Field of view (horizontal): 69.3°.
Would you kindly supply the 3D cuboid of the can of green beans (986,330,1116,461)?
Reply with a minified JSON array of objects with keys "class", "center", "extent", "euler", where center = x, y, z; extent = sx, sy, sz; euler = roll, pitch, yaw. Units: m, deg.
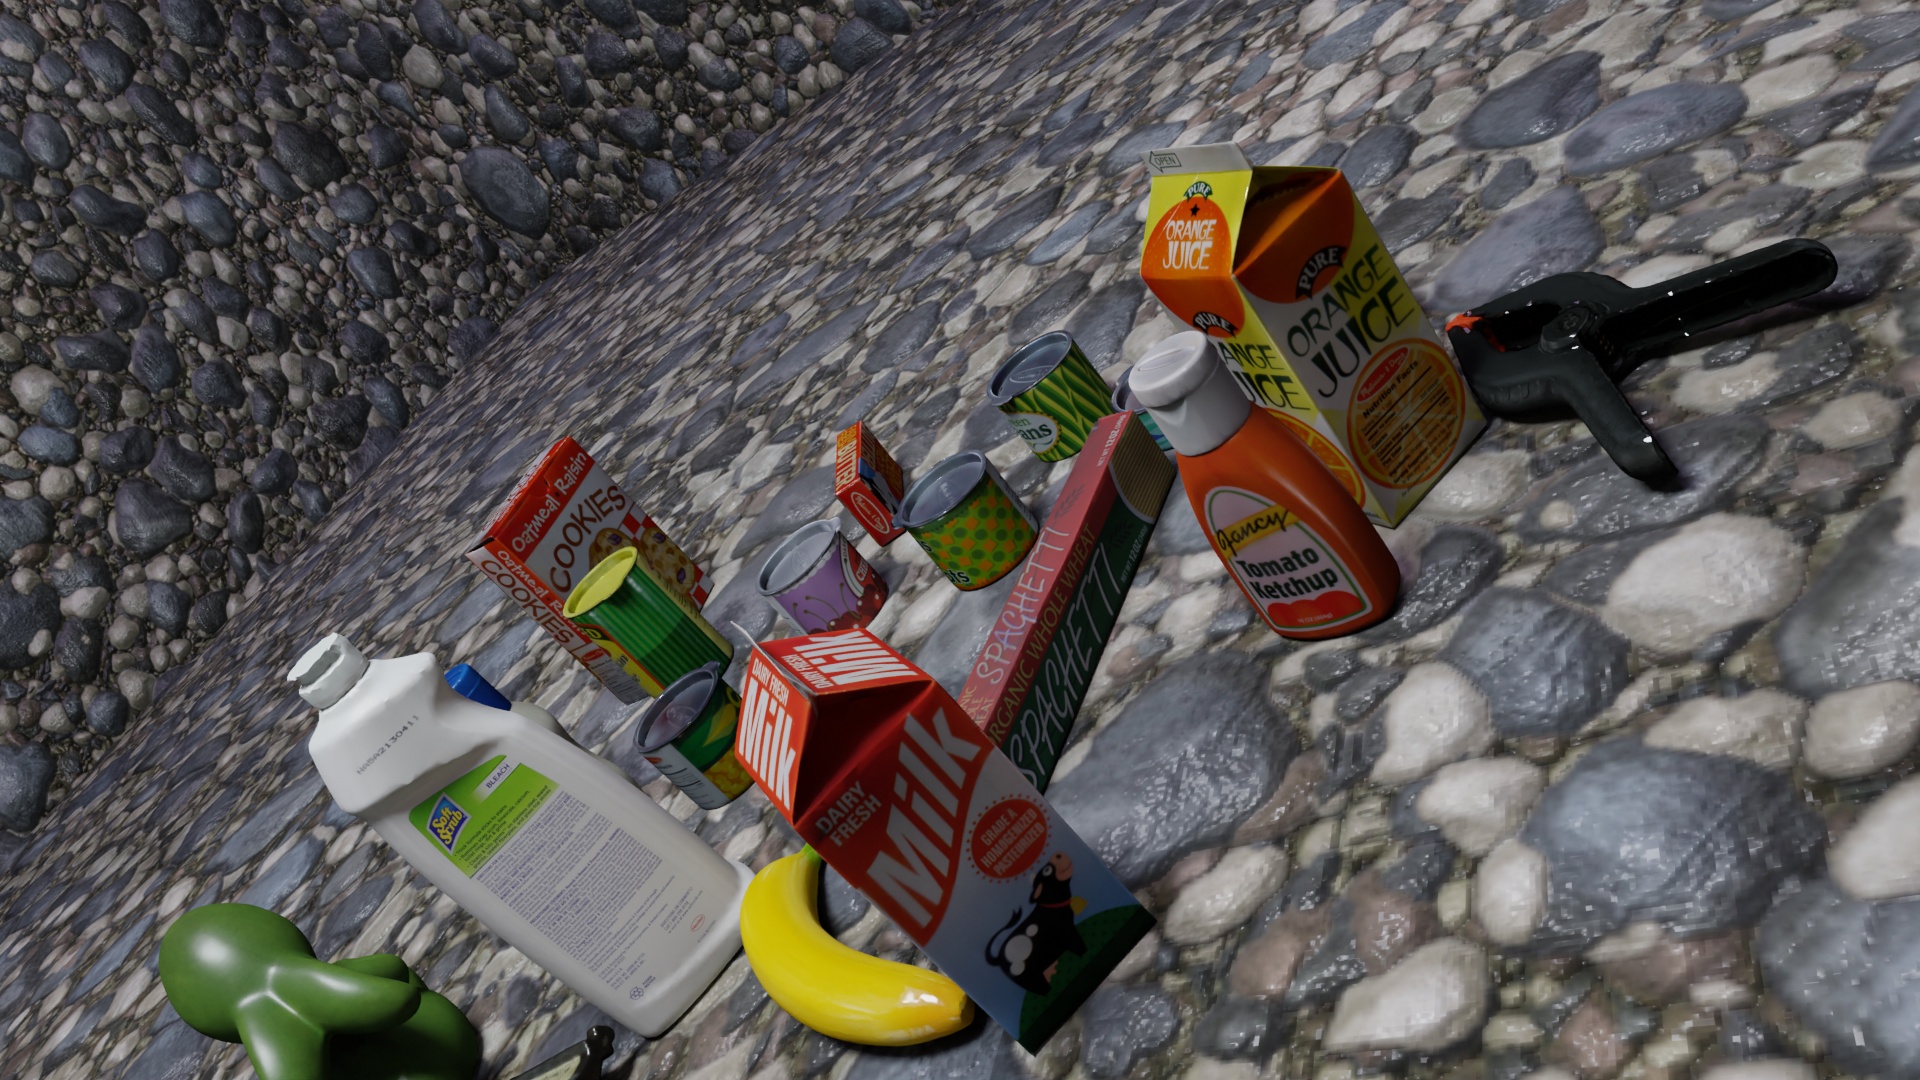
[{"class":"can of green beans","center":[0.060,-0.093,0.902],"extent":[0.071,0.057,0.071],"euler":[-32,26,18]}]

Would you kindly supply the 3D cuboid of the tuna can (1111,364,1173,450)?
[{"class":"tuna can","center":[0.125,-0.087,0.831],"extent":[0.071,0.032,0.071],"euler":[-31,26,18]}]

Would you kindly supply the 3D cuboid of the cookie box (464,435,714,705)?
[{"class":"cookie box","center":[-0.271,0.021,1.039],"extent":[0.040,0.167,0.123],"euler":[-24,29,31]}]

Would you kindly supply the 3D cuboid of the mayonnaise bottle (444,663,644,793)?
[{"class":"mayonnaise bottle","center":[-0.266,0.137,0.865],"extent":[0.064,0.147,0.041],"euler":[-36,25,8]}]

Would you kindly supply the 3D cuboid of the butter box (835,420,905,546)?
[{"class":"butter box","center":[-0.065,-0.042,0.996],"extent":[0.024,0.053,0.104],"euler":[-34,26,14]}]

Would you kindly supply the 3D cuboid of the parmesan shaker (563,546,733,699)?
[{"class":"parmesan shaker","center":[-0.216,0.064,0.970],"extent":[0.071,0.103,0.071],"euler":[-32,26,18]}]

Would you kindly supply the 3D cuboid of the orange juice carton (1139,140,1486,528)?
[{"class":"orange juice carton","center":[0.152,-0.102,0.631],"extent":[0.073,0.192,0.072],"euler":[-45,25,-11]}]

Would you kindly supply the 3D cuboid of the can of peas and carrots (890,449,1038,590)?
[{"class":"can of peas and carrots","center":[0.003,-0.011,0.843],"extent":[0.071,0.058,0.071],"euler":[-32,26,18]}]

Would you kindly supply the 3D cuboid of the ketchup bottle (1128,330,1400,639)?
[{"class":"ketchup bottle","center":[0.125,-0.022,0.587],"extent":[0.064,0.148,0.044],"euler":[-16,34,42]}]

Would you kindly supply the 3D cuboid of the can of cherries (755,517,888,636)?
[{"class":"can of cherries","center":[-0.088,0.028,0.905],"extent":[0.071,0.058,0.072],"euler":[-32,26,18]}]

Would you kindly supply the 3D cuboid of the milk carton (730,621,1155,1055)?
[{"class":"milk carton","center":[-0.017,0.102,0.529],"extent":[0.073,0.190,0.072],"euler":[-45,25,-10]}]

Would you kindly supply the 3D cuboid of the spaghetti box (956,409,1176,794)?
[{"class":"spaghetti box","center":[0.054,0.031,0.714],"extent":[0.028,0.050,0.251],"euler":[-16,34,41]}]

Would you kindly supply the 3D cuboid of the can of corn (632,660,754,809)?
[{"class":"can of corn","center":[-0.153,0.119,0.846],"extent":[0.071,0.058,0.071],"euler":[-32,26,18]}]
